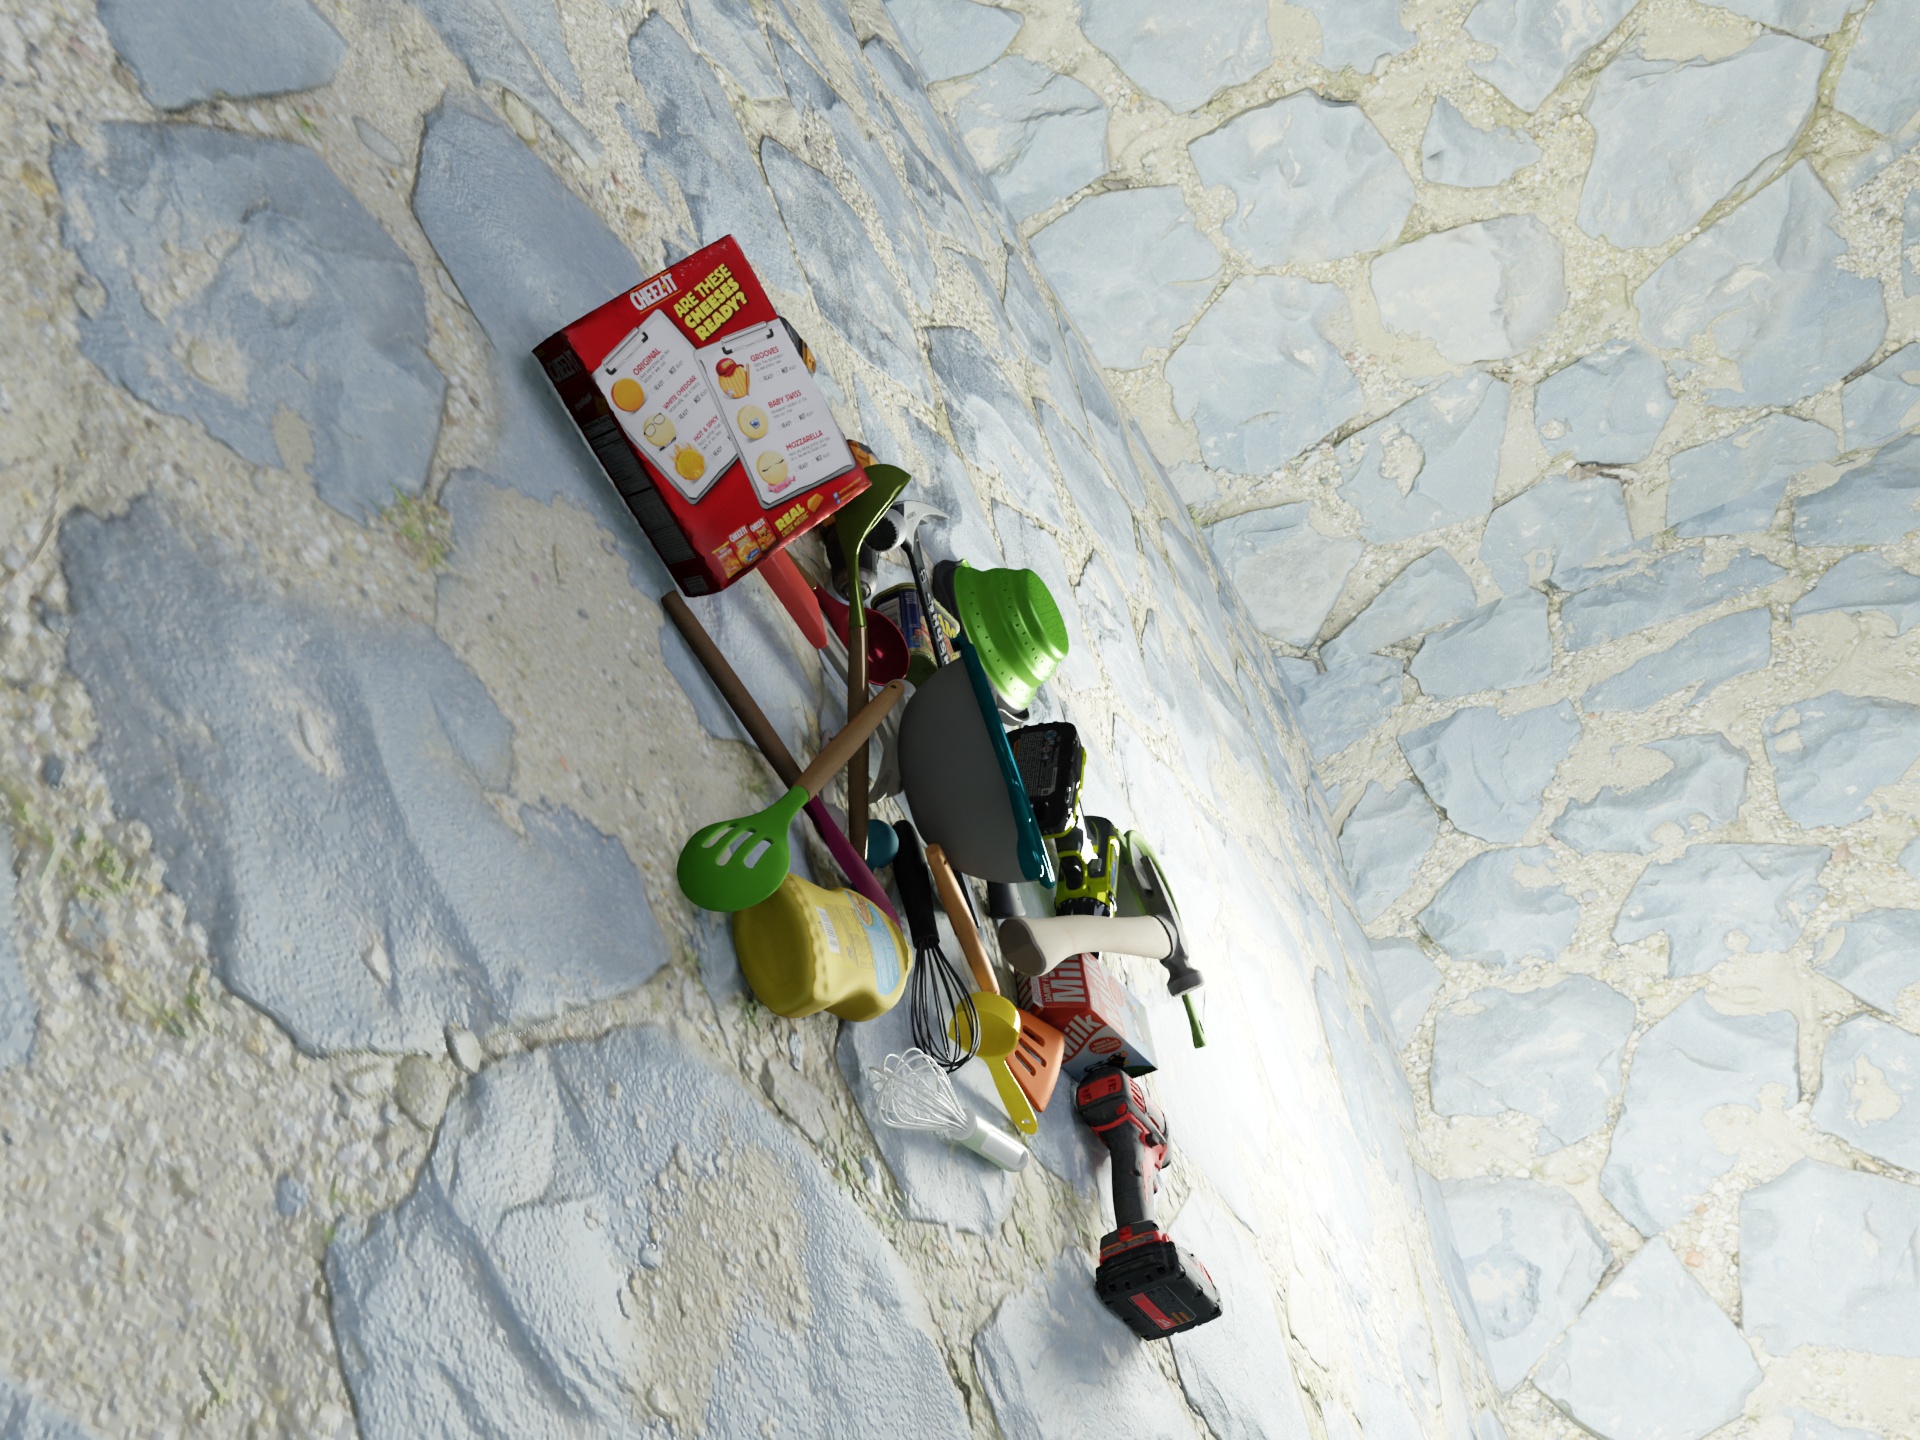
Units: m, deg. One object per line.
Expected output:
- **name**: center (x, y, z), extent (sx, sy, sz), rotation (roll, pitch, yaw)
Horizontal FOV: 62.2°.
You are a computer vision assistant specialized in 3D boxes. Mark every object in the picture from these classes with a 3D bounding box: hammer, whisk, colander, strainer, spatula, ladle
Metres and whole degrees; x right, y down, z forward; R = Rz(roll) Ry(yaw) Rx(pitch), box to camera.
- **hammer**: center (0.127, 0.190, 1.473), extent (0.410, 0.038, 0.146), rotation (15, 50, -64)
- **hammer**: center (-0.002, -0.005, 1.459), extent (0.149, 0.036, 0.408), rotation (-45, 123, -66)
- **whisk**: center (-0.028, 0.177, 1.285), extent (0.055, 0.055, 0.239), rotation (44, 24, -48)
- **colander**: center (0.056, -0.055, 1.712), extent (0.204, 0.094, 0.397), rotation (55, 22, -30)
- **strainer**: center (0.210, 0.252, 1.796), extent (0.151, 0.069, 0.257), rotation (30, 41, -64)
- **hammer**: center (-0.138, -0.100, 1.295), extent (0.358, 0.036, 0.149), rotation (57, 23, -29)
- **whisk**: center (-0.002, 0.303, 1.202), extent (0.058, 0.059, 0.246), rotation (-63, 145, -16)
- **strainer**: center (0.005, 0.066, 1.233), extent (0.340, 0.095, 0.211), rotation (-102, 173, -75)
- **spatula**: center (0.027, 0.208, 1.318), extent (0.322, 0.041, 0.081), rotation (70, 32, -43)
- **ladle**: center (-0.070, -0.048, 1.273), extent (0.078, 0.062, 0.320), rotation (153, -63, -80)
- **ladle**: center (-0.144, -0.128, 1.364), extent (0.315, 0.031, 0.069), rotation (45, 51, -41)

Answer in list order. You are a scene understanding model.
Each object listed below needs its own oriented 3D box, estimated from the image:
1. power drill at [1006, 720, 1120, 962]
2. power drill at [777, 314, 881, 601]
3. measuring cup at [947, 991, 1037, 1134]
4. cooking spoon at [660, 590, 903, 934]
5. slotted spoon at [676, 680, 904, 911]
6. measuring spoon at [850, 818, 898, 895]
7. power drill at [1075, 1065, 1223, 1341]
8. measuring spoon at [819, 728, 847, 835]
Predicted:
- **power drill**: center (0.106, 0.132, 1.610), extent (0.191, 0.080, 0.228), rotation (-80, 154, -44)
- **power drill**: center (-0.135, -0.228, 1.437), extent (0.226, 0.084, 0.186), rotation (53, 24, -45)
- **measuring cup**: center (0.037, 0.285, 1.323), extent (0.029, 0.062, 0.156), rotation (-69, 144, -49)
- **cooking spoon**: center (-0.128, 0.038, 1.187), extent (0.318, 0.017, 0.069), rotation (57, -2, -13)
- **slotted spoon**: center (-0.105, 0.039, 1.131), extent (0.314, 0.070, 0.031), rotation (-50, 159, -56)
- **measuring spoon**: center (-0.069, 0.119, 1.275), extent (0.042, 0.021, 0.129), rotation (59, 20, -21)
- **power drill**: center (0.169, 0.440, 1.458), extent (0.143, 0.078, 0.220), rotation (52, 20, -37)
- **measuring spoon**: center (-0.101, 0.048, 1.279), extent (0.034, 0.018, 0.124), rotation (51, 23, -37)
